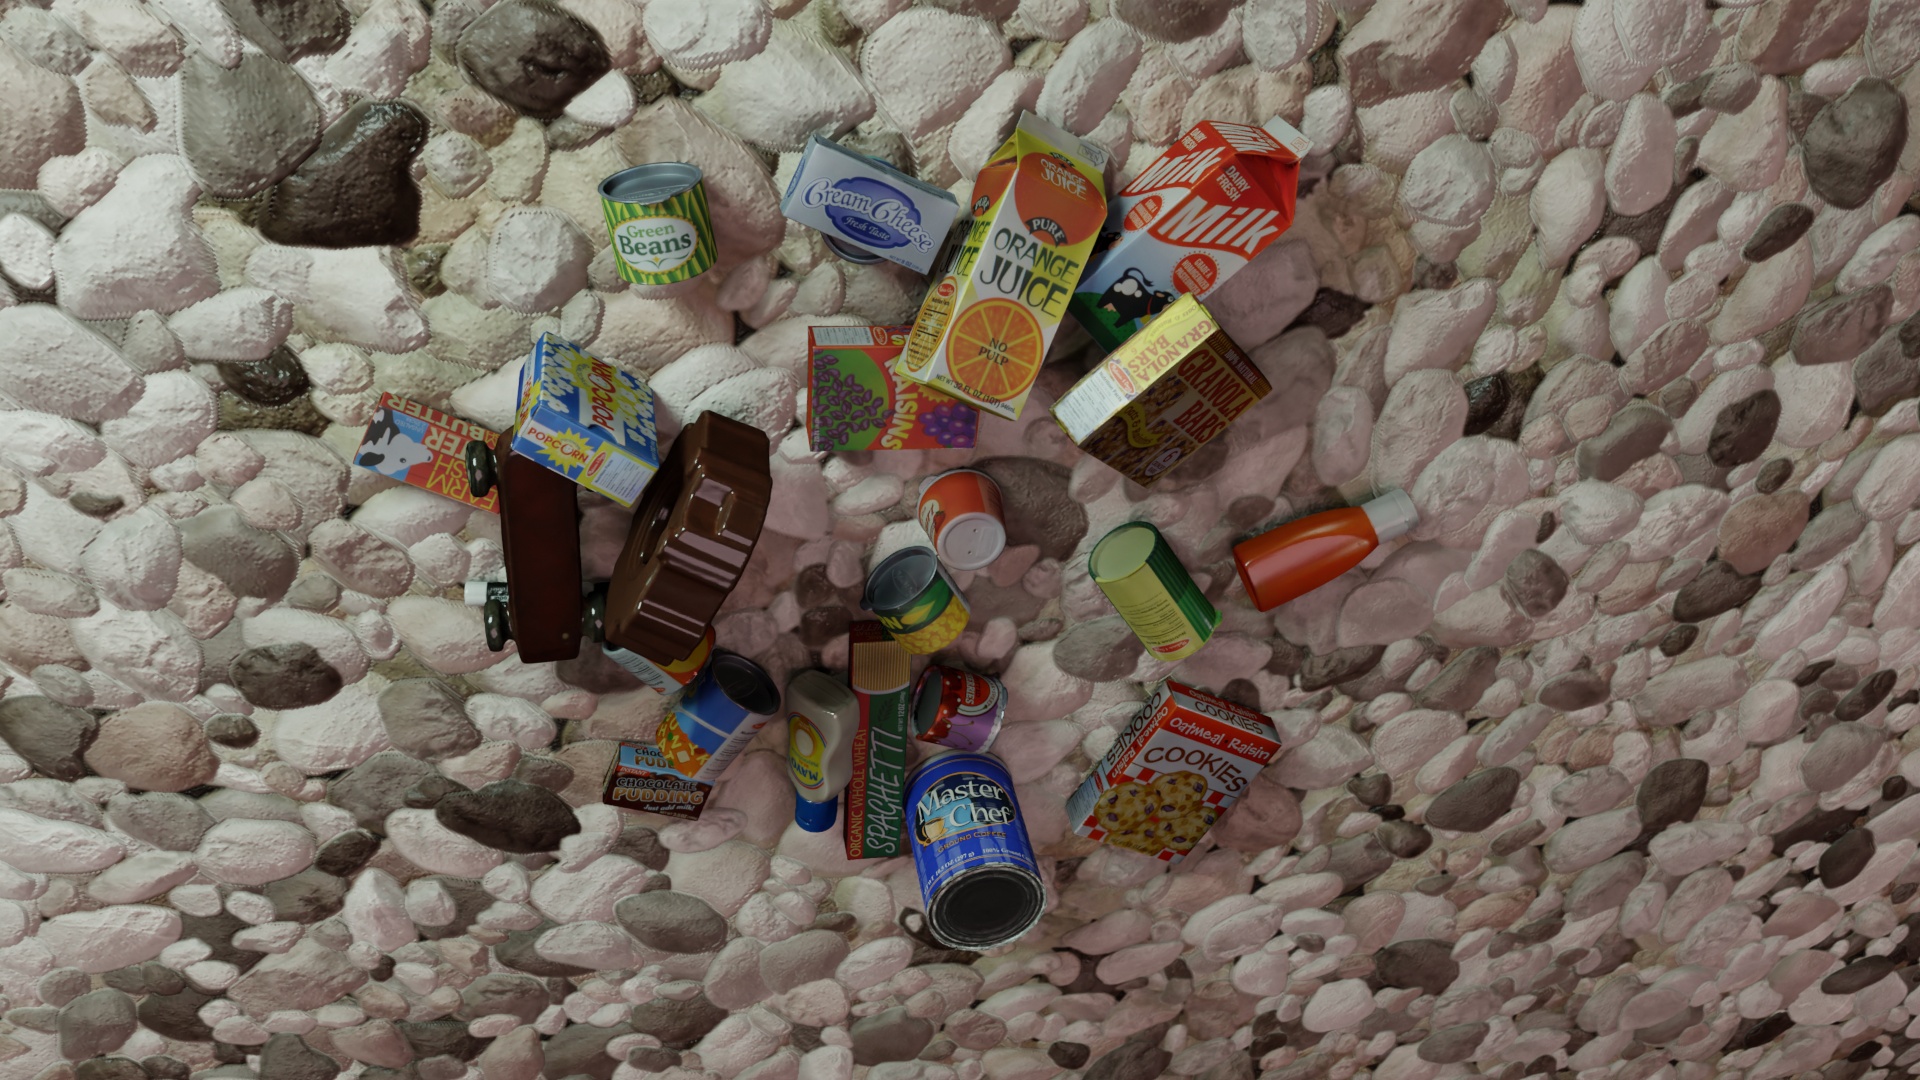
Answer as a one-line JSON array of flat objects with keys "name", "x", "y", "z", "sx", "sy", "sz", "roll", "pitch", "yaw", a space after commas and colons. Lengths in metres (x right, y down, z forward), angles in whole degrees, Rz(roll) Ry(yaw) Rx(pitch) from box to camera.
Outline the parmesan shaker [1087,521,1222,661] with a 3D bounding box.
[{"name": "parmesan shaker", "x": 0.158, "y": 0.040, "z": 1.126, "sx": 0.071, "sy": 0.071, "sz": 0.102, "roll": -33, "pitch": 123, "yaw": 10}]

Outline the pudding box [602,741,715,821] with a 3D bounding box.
[{"name": "pudding box", "x": -0.252, "y": 0.201, "z": 1.164, "sx": 0.084, "sy": 0.030, "sz": 0.049, "roll": 16, "pitch": 117, "yaw": -22}]

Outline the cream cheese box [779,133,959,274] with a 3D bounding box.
[{"name": "cream cheese box", "x": -0.058, "y": -0.215, "z": 0.893, "sx": 0.104, "sy": 0.024, "sz": 0.053, "roll": 18, "pitch": 115, "yaw": -22}]

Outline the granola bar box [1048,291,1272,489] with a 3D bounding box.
[{"name": "granola bar box", "x": 0.147, "y": -0.103, "z": 0.994, "sx": 0.124, "sy": 0.039, "sz": 0.165, "roll": -40, "pitch": 158, "yaw": 14}]

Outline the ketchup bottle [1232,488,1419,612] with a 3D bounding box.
[{"name": "ketchup bottle", "x": 0.303, "y": 0.004, "z": 1.149, "sx": 0.149, "sy": 0.044, "sz": 0.064, "roll": -25, "pitch": 126, "yaw": 4}]

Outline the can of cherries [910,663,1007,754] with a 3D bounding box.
[{"name": "can of cherries", "x": -0.002, "y": 0.138, "z": 1.155, "sx": 0.058, "sy": 0.072, "sz": 0.071, "roll": 17, "pitch": 118, "yaw": -21}]

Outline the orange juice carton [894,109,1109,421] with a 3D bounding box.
[{"name": "orange juice carton", "x": 0.033, "y": -0.184, "z": 0.928, "sx": 0.072, "sy": 0.073, "sz": 0.192, "roll": 22, "pitch": 95, "yaw": -23}]

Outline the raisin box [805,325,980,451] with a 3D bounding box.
[{"name": "raisin box", "x": -0.048, "y": -0.110, "z": 0.998, "sx": 0.123, "sy": 0.040, "sz": 0.085, "roll": -2, "pitch": 122, "yaw": -12}]

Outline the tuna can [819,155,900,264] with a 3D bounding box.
[{"name": "tuna can", "x": -0.066, "y": -0.221, "z": 0.924, "sx": 0.071, "sy": 0.033, "sz": 0.070, "roll": -6, "pitch": 124, "yaw": -9}]

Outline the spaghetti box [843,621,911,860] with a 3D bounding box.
[{"name": "spaghetti box", "x": -0.072, "y": 0.176, "z": 1.188, "sx": 0.050, "sy": 0.029, "sz": 0.248, "roll": -2, "pitch": 123, "yaw": -10}]

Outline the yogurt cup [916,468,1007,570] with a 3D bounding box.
[{"name": "yogurt cup", "x": 0.004, "y": -0.013, "z": 1.064, "sx": 0.072, "sy": 0.054, "sz": 0.072, "roll": -6, "pitch": 125, "yaw": -9}]

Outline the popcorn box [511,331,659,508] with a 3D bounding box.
[{"name": "popcorn box", "x": -0.247, "y": -0.082, "z": 0.918, "sx": 0.085, "sy": 0.127, "sz": 0.038, "roll": 30, "pitch": 109, "yaw": -28}]

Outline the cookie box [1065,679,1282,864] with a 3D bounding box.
[{"name": "cookie box", "x": 0.193, "y": 0.213, "z": 1.265, "sx": 0.123, "sy": 0.040, "sz": 0.166, "roll": 22, "pitch": 117, "yaw": -24}]

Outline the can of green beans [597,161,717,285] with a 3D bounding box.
[{"name": "can of green beans", "x": -0.192, "y": -0.203, "z": 0.888, "sx": 0.071, "sy": 0.071, "sz": 0.057, "roll": -10, "pitch": 125, "yaw": -6}]

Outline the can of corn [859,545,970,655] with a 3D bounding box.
[{"name": "can of corn", "x": -0.035, "y": 0.049, "z": 1.088, "sx": 0.071, "sy": 0.071, "sz": 0.058, "roll": -30, "pitch": 125, "yaw": 8}]

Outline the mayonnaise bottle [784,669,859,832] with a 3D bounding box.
[{"name": "mayonnaise bottle", "x": -0.118, "y": 0.181, "z": 1.162, "sx": 0.041, "sy": 0.065, "sz": 0.147, "roll": -32, "pitch": 140, "yaw": -43}]

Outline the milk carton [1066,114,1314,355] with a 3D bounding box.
[{"name": "milk carton", "x": 0.154, "y": -0.216, "z": 0.952, "sx": 0.190, "sy": 0.072, "sz": 0.073, "roll": -40, "pitch": 122, "yaw": 14}]

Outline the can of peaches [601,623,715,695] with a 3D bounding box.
[{"name": "can of peaches", "x": -0.230, "y": 0.074, "z": 1.065, "sx": 0.071, "sy": 0.071, "sz": 0.058, "roll": -39, "pitch": 122, "yaw": 14}]

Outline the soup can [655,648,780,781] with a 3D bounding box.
[{"name": "soup can", "x": -0.197, "y": 0.140, "z": 1.116, "sx": 0.071, "sy": 0.071, "sz": 0.083, "roll": 31, "pitch": 113, "yaw": -28}]

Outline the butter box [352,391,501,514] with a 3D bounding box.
[{"name": "butter box", "x": -0.362, "y": -0.060, "z": 0.970, "sx": 0.103, "sy": 0.024, "sz": 0.053, "roll": 22, "pitch": 116, "yaw": -24}]
